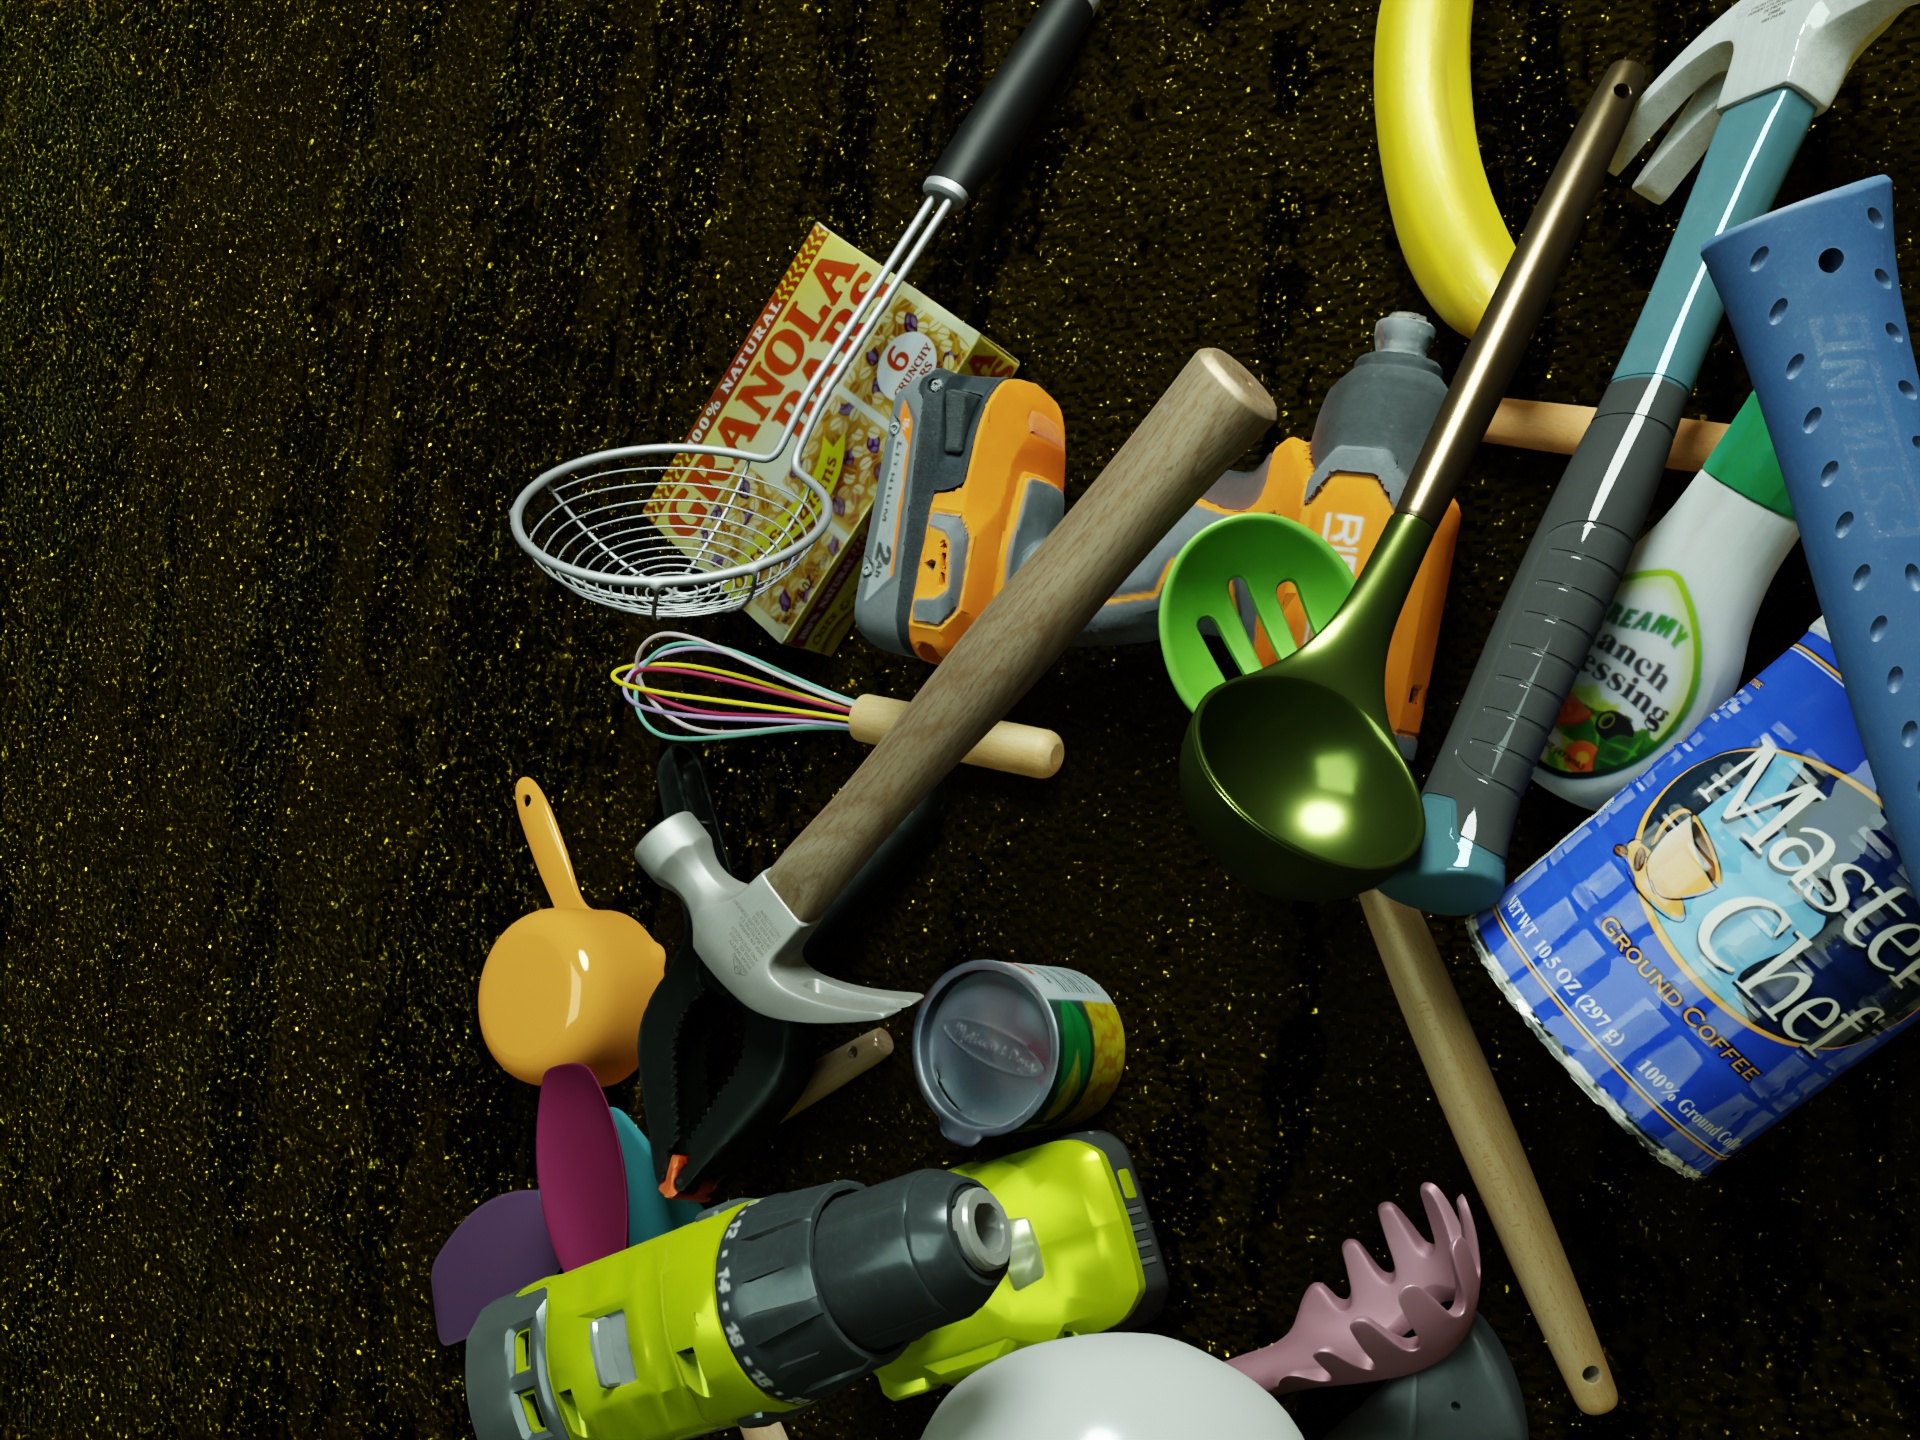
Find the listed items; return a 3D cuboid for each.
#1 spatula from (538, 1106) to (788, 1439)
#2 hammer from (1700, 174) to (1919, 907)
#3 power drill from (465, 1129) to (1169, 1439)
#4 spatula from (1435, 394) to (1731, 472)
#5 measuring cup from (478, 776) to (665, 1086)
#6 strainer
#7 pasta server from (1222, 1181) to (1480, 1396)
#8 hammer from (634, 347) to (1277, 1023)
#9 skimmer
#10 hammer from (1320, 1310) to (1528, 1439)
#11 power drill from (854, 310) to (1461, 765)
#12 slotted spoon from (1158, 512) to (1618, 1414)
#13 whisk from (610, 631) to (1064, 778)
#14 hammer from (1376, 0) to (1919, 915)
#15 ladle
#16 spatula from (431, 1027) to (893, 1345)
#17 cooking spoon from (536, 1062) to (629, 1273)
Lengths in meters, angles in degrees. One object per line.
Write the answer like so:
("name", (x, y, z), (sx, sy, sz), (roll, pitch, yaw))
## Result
("spatula", (-0.089, 0.315, 0.675), (0.082, 0.044, 0.318), (-49, 59, 30))
("hammer", (0.258, 0.070, 0.397), (0.144, 0.035, 0.405), (-18, 94, 18))
("power drill", (-0.023, 0.192, 0.543), (0.190, 0.228, 0.080), (-28, 66, 26))
("spatula", (0.275, -0.084, 0.529), (0.323, 0.041, 0.081), (18, 91, 39))
("measuring cup", (-0.210, 0.100, 0.793), (0.095, 0.052, 0.174), (-36, 65, 23))
("strainer", (-0.001, 0.246, 0.517), (0.256, 0.151, 0.069), (-20, 61, 25))
("pasta server", (0.058, 0.249, 0.581), (0.316, 0.060, 0.040), (-35, 94, 31))
("hammer", (-0.001, -0.002, 0.603), (0.130, 0.031, 0.331), (49, 119, 14))
("skimmer", (-0.048, -0.193, 0.669), (0.127, 0.090, 0.363), (26, 79, 31))
("hammer", (0.044, 0.353, 0.572), (0.409, 0.036, 0.149), (-48, 66, 13))
("power drill", (0.079, -0.080, 0.619), (0.227, 0.084, 0.164), (12, 92, 31))
("slotted spoon", (0.147, 0.079, 0.527), (0.070, 0.031, 0.314), (-23, 86, 1))
("whisk", (-0.065, -0.003, 0.724), (0.245, 0.047, 0.051), (11, 79, 31))
("hammer", (0.212, -0.092, 0.501), (0.331, 0.033, 0.128), (-65, 18, -4))
("ladle", (0.159, -0.088, 0.506), (0.078, 0.062, 0.320), (28, 78, 0))
("spatula", (-0.152, 0.217, 0.753), (0.316, 0.018, 0.060), (-33, 58, 25))
("cooking spoon", (-0.142, 0.308, 0.693), (0.069, 0.017, 0.319), (-18, 81, 41))
